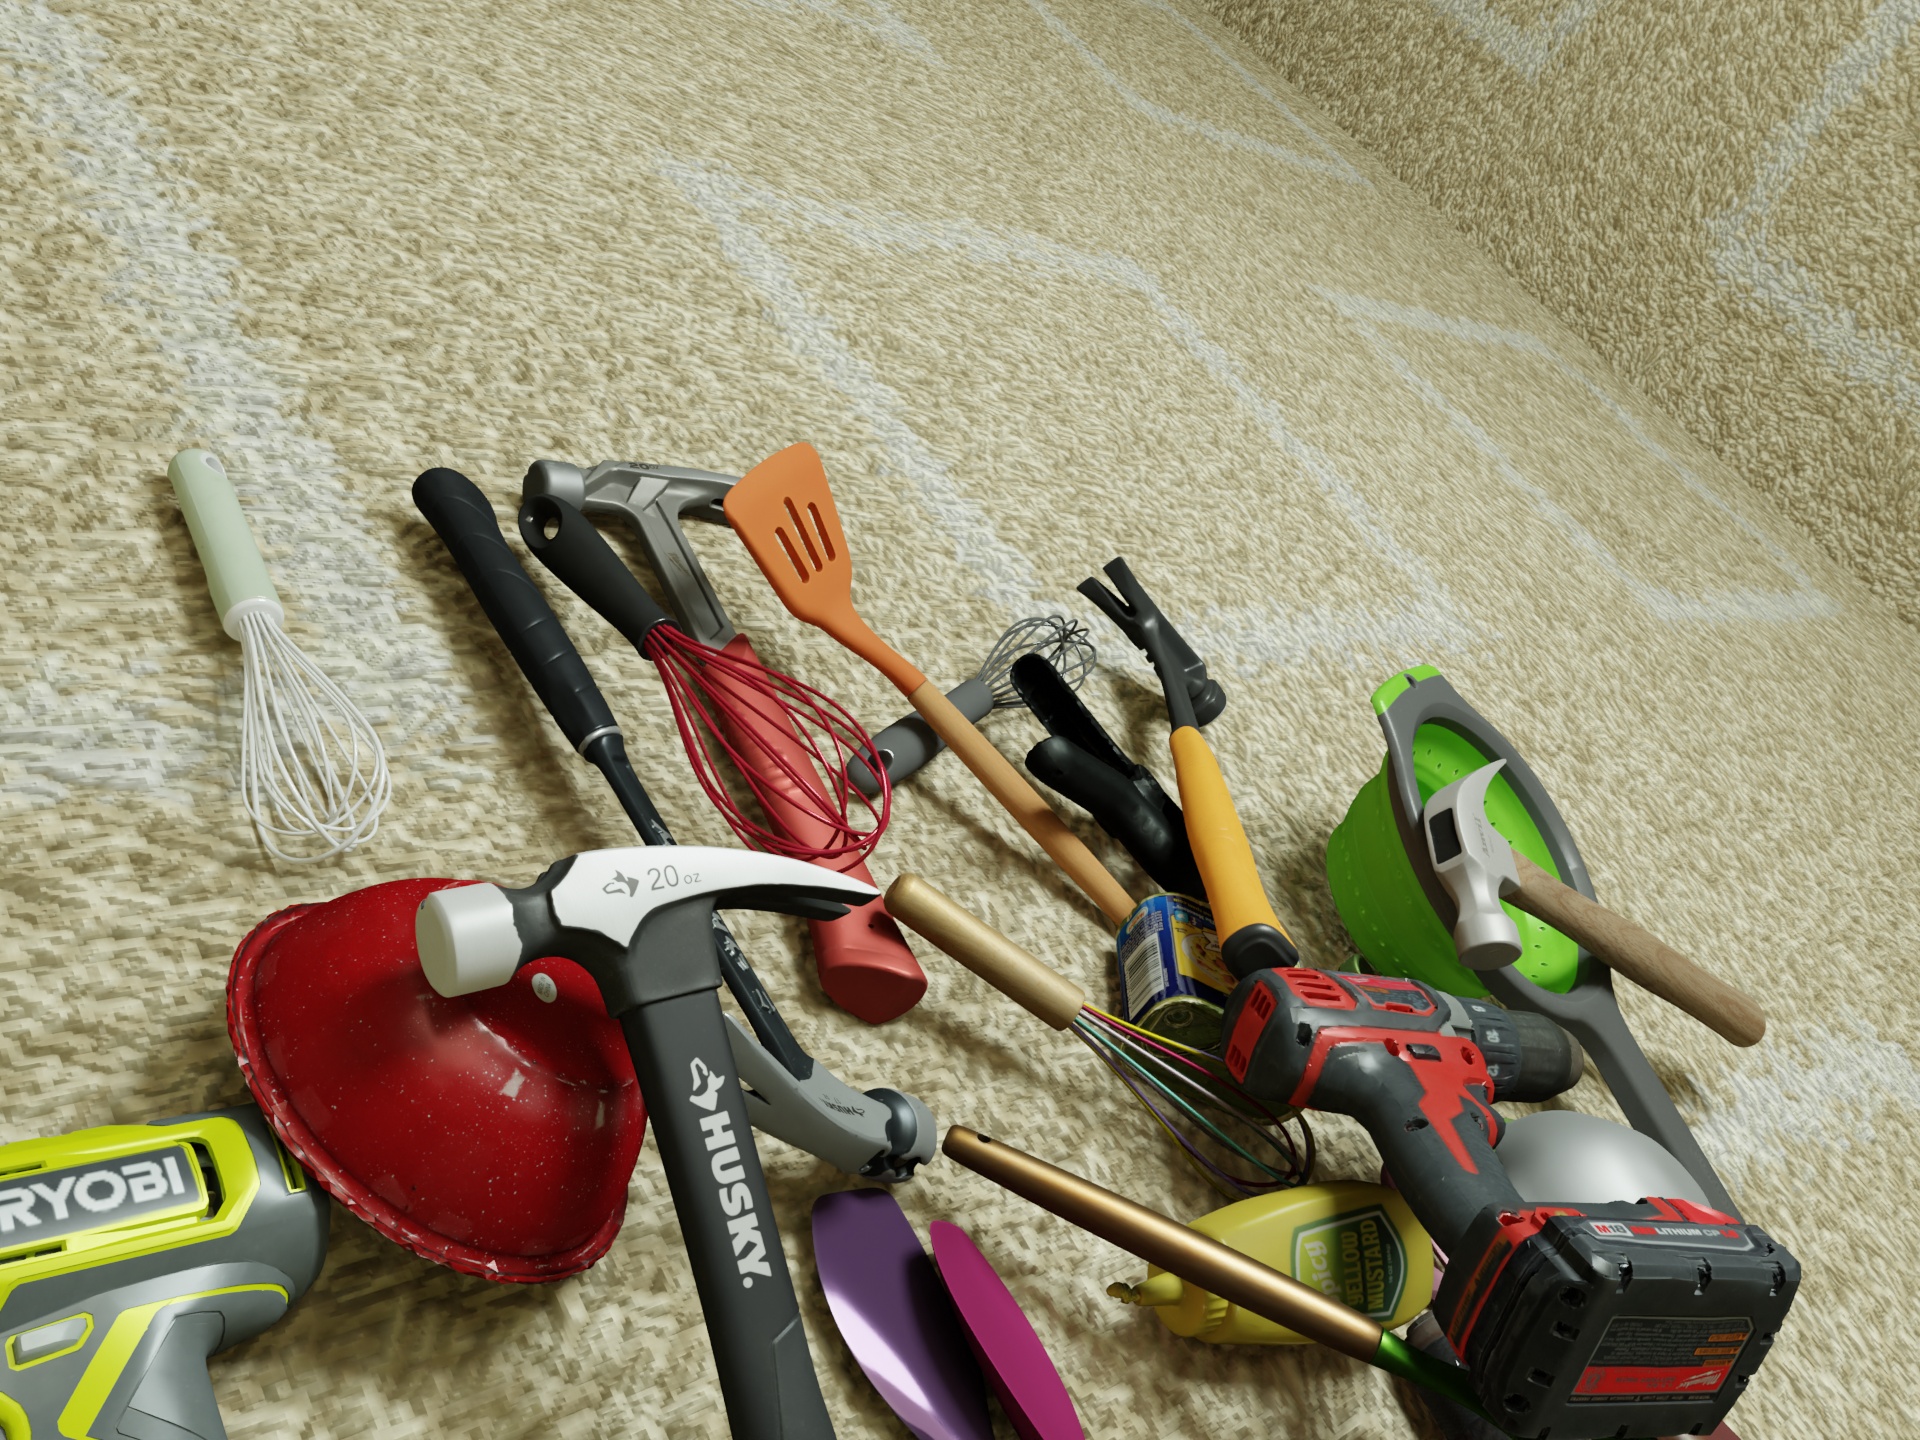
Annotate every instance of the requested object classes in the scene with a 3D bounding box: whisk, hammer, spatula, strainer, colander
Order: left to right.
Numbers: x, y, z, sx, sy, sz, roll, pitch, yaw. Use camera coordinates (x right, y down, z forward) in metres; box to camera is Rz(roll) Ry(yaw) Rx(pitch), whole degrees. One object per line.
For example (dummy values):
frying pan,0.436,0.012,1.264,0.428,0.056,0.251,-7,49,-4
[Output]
whisk,-0.294,-0.036,0.666,0.247,0.059,0.057,54,1,33
hammer,-0.152,0.021,0.684,0.409,0.036,0.149,51,5,32
whisk,-0.127,-0.027,0.730,0.073,0.073,0.296,-6,38,-45
hammer,-0.099,-0.006,0.800,0.149,0.036,0.359,1,45,-40
hammer,-0.053,0.197,0.478,0.146,0.035,0.335,-8,74,-37
spatula,-0.001,-0.003,0.821,0.322,0.041,0.081,47,44,-4
whisk,0.009,-0.009,0.894,0.055,0.055,0.239,42,39,12
spatula,0.026,0.298,0.540,0.059,0.018,0.316,8,40,-47
whisk,0.065,0.147,0.720,0.245,0.047,0.051,36,22,-11
hammer,0.128,0.025,0.872,0.127,0.034,0.337,48,17,-23
colander,0.321,0.164,0.920,0.204,0.094,0.397,-20,79,-54
strainer,0.301,0.208,0.812,0.256,0.069,0.151,50,24,16
hammer,0.366,0.121,0.897,0.331,0.031,0.130,28,45,-34

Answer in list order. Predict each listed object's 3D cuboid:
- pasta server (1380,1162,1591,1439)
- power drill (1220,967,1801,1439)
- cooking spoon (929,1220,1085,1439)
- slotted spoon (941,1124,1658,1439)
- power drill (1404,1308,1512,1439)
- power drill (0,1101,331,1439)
pasta server,0.284,0.334,0.702,0.060,0.040,0.317,-23,59,-12
power drill,0.234,0.184,0.667,0.187,0.080,0.227,10,20,-24
cooking spoon,0.063,0.316,0.543,0.319,0.017,0.068,59,8,30
slotted spoon,0.136,0.230,0.613,0.314,0.031,0.070,24,15,10
power drill,0.185,0.316,0.604,0.226,0.084,0.186,11,34,-38
power drill,-0.232,0.206,0.384,0.190,0.080,0.229,-2,45,-44
